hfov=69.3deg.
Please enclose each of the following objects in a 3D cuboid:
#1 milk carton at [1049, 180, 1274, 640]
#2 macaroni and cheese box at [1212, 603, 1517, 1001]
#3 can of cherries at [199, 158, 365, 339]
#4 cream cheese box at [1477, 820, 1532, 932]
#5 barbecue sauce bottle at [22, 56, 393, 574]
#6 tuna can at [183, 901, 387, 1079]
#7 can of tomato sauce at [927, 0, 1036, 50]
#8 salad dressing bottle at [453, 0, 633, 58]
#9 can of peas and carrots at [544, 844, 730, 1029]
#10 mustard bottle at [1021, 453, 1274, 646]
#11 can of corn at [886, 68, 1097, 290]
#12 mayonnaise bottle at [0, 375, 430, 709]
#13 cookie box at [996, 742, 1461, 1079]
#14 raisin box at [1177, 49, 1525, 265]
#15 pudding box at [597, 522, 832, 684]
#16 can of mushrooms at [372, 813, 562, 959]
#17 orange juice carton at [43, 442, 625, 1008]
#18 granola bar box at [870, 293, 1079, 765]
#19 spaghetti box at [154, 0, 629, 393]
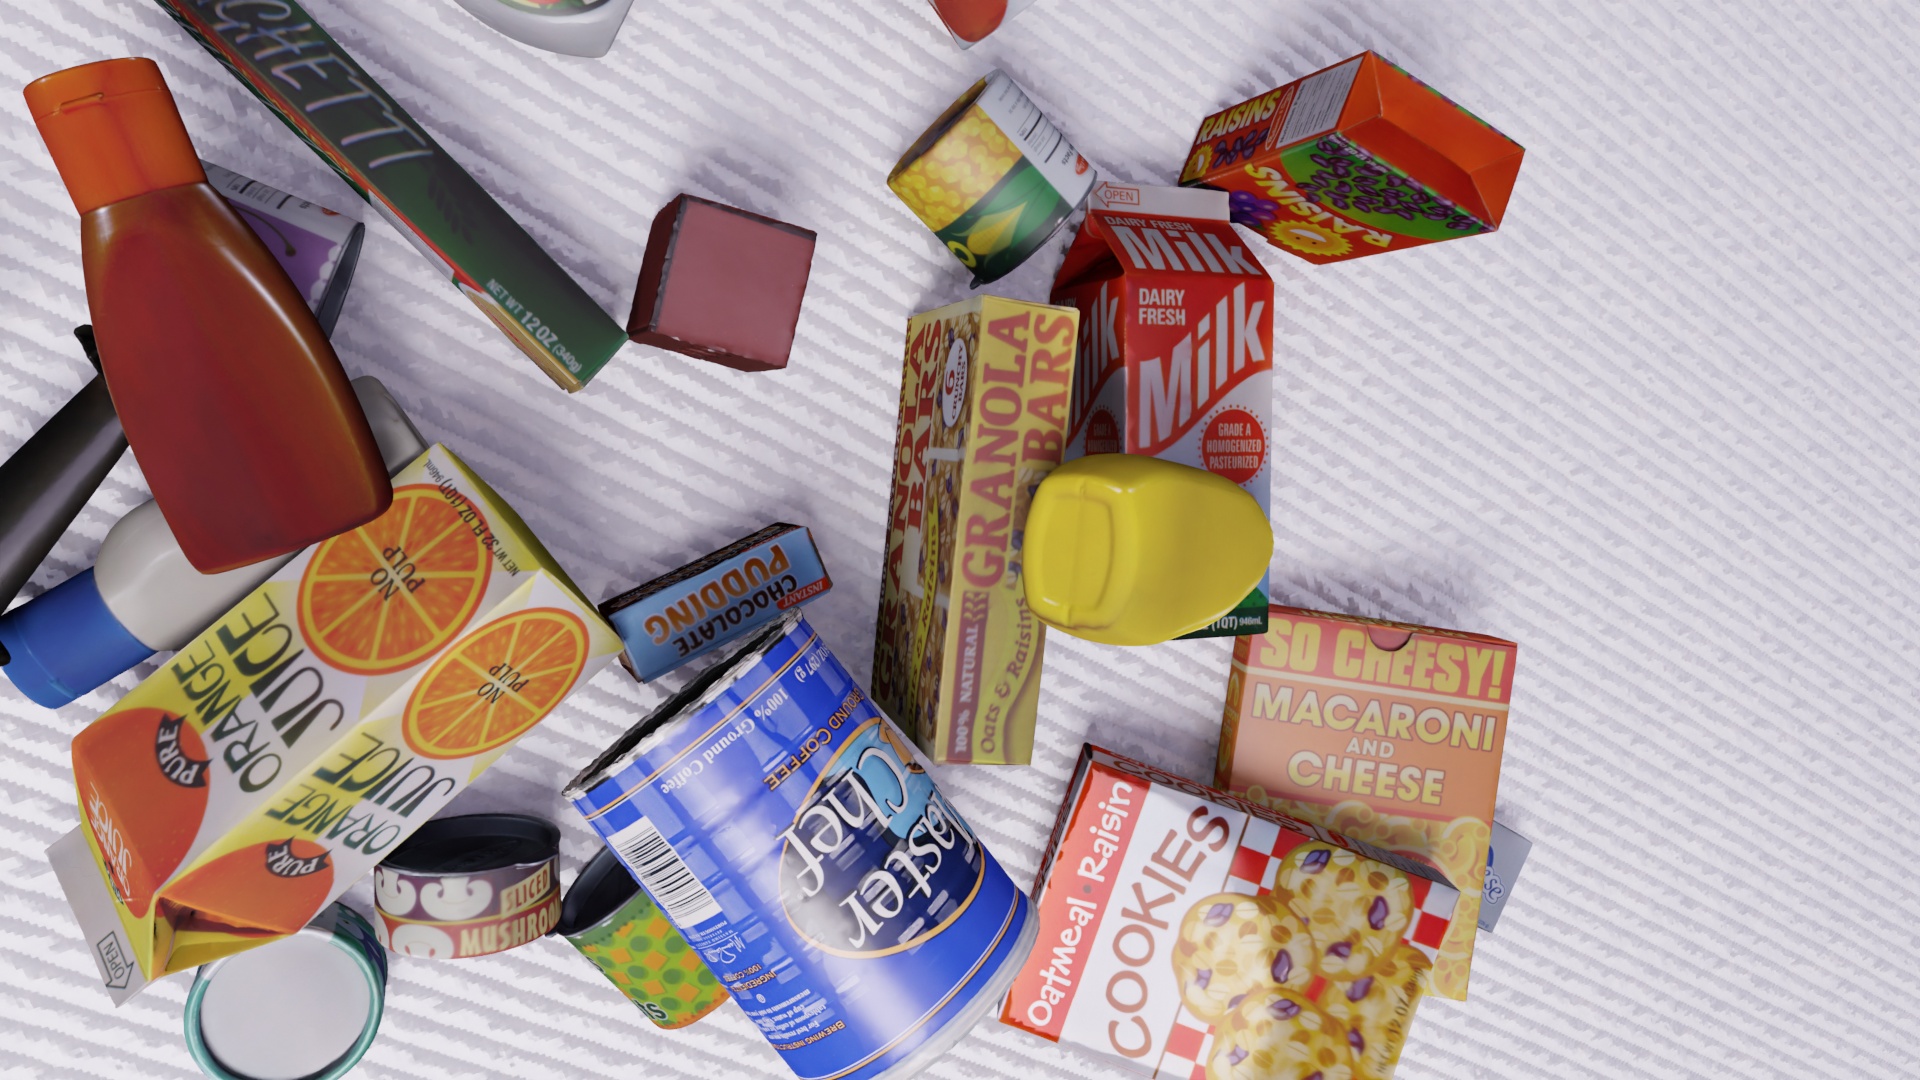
[{"bbox_3d":[0.085,-0.056,0.598,0.072,0.073,0.190,-1,94,-22],"label":"milk carton"},{"bbox_3d":[0.182,0.119,0.646,0.124,0.040,0.166,8,92,0],"label":"macaroni and cheese box"},{"bbox_3d":[-0.245,-0.086,0.472,0.058,0.071,0.071,21,87,-21],"label":"can of cherries"},{"bbox_3d":[0.236,0.152,0.699,0.104,0.024,0.053,30,83,-20],"label":"cream cheese box"},{"bbox_3d":[-0.231,-0.067,0.422,0.065,0.044,0.148,-20,106,-9],"label":"barbecue sauce bottle"},{"bbox_3d":[-0.246,0.170,0.511,0.071,0.033,0.071,-2,95,-21],"label":"tuna can"},{"bbox_3d":[0.002,-0.249,0.554,0.071,0.071,0.083,-42,108,-13],"label":"can of tomato sauce"},{"bbox_3d":[-0.186,-0.230,0.496,0.147,0.044,0.064,26,86,-21],"label":"salad dressing bottle"},{"bbox_3d":[-0.115,0.148,0.542,0.071,0.071,0.058,-43,108,-12],"label":"can of peas and carrots"},{"bbox_3d":[0.080,0.003,0.512,0.160,0.049,0.065,0,99,-57],"label":"mustard bottle"},{"bbox_3d":[0.010,-0.147,0.568,0.058,0.071,0.071,44,79,-18],"label":"can of corn"},{"bbox_3d":[-0.254,0.003,0.482,0.148,0.041,0.064,-33,148,-13],"label":"mayonnaise bottle"},{"bbox_3d":[0.113,0.176,0.609,0.167,0.040,0.123,19,92,3],"label":"cookie box"},{"bbox_3d":[0.161,-0.157,0.593,0.086,0.123,0.040,22,86,-21],"label":"raisin box"},{"bbox_3d":[-0.097,0.023,0.547,0.084,0.049,0.030,-26,102,-17],"label":"pudding box"},{"bbox_3d":[-0.180,0.127,0.513,0.071,0.071,0.033,-1,97,-21],"label":"can of mushrooms"},{"bbox_3d":[-0.220,0.065,0.473,0.193,0.072,0.072,-42,64,-10],"label":"orange juice carton"},{"bbox_3d":[0.002,-0.007,0.542,0.039,0.124,0.165,5,93,-15],"label":"granola bar box"},{"bbox_3d":[-0.218,-0.150,0.487,0.249,0.050,0.029,46,77,-18],"label":"spaghetti box"}]
